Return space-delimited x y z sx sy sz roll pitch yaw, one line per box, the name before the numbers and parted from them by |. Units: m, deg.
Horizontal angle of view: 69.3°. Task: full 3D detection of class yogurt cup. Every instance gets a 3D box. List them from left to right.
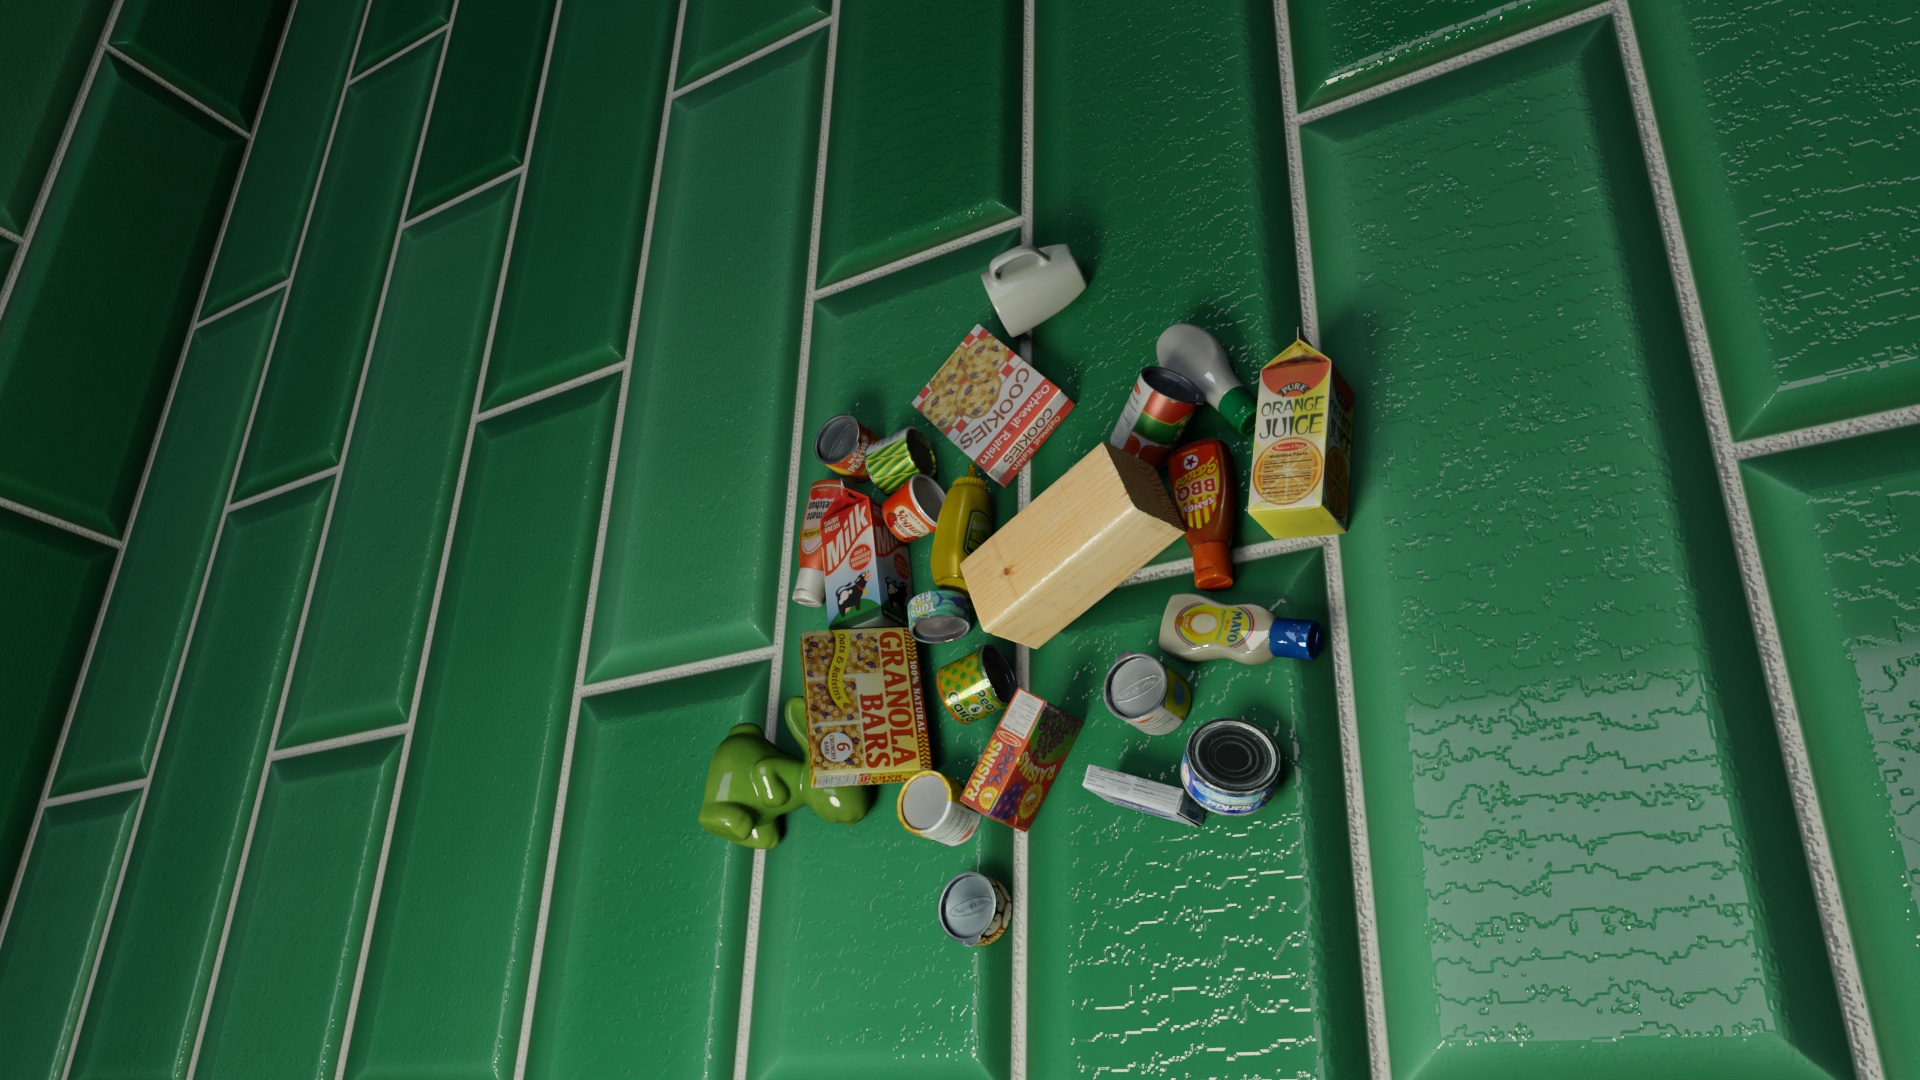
yogurt cup | -0.051 -0.034 1.561 0.053 0.072 0.073 -32 53 29

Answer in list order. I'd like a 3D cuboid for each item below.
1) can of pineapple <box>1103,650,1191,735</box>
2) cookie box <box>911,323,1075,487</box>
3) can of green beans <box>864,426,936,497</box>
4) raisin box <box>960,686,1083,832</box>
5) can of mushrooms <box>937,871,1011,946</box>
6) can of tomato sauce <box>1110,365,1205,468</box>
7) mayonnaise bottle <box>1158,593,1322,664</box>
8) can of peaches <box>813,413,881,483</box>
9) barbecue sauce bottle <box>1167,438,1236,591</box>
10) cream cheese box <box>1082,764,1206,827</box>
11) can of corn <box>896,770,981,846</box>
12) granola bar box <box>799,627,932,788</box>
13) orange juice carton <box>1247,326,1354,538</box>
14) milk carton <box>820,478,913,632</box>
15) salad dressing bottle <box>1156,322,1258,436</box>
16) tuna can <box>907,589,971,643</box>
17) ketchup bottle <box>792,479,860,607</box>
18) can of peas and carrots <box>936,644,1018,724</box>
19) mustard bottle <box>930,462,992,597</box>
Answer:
can of pineapple | 0.177 0.144 1.316 0.071 0.058 0.071 -15 60 28
cookie box | 0.036 -0.154 1.575 0.123 0.040 0.168 -49 49 5
can of green beans | -0.068 -0.091 1.598 0.057 0.071 0.071 -23 57 24
raisin box | 0.061 0.213 1.345 0.040 0.086 0.123 24 83 35
can of mushrooms | 0.014 0.358 1.341 0.071 0.033 0.071 -15 60 28
can of tomato sauce | 0.199 -0.124 1.409 0.071 0.071 0.082 53 133 39
mayonnaise bottle | 0.261 0.086 1.297 0.148 0.041 0.065 4 68 37
can of peaches | -0.130 -0.108 1.656 0.071 0.058 0.071 -15 60 28
barbecue sauce bottle | 0.242 -0.024 1.363 0.064 0.043 0.149 -19 58 31
cream cheese box | 0.169 0.235 1.280 0.104 0.053 0.024 9 73 37
can of corn | -0.023 0.267 1.395 0.071 0.058 0.071 -15 60 28
granola bar box | -0.101 0.175 1.464 0.124 0.038 0.166 -2 59 -12
orange juice carton | 0.327 -0.104 1.324 0.073 0.071 0.193 -5 66 33
milk carton | -0.106 0.023 1.565 0.073 0.072 0.191 -23 56 25
salad dressing bottle | 0.258 -0.165 1.422 0.064 0.044 0.148 -45 51 13
tuna can | -0.025 0.081 1.480 0.071 0.071 0.033 -23 56 25
ketchup bottle | -0.162 0.003 1.633 0.064 0.043 0.149 0 68 35
can of peas and carrots | 0.017 0.149 1.419 0.058 0.071 0.071 -28 55 22
mustard bottle | 0.005 -0.019 1.515 0.048 0.065 0.161 -14 57 34
